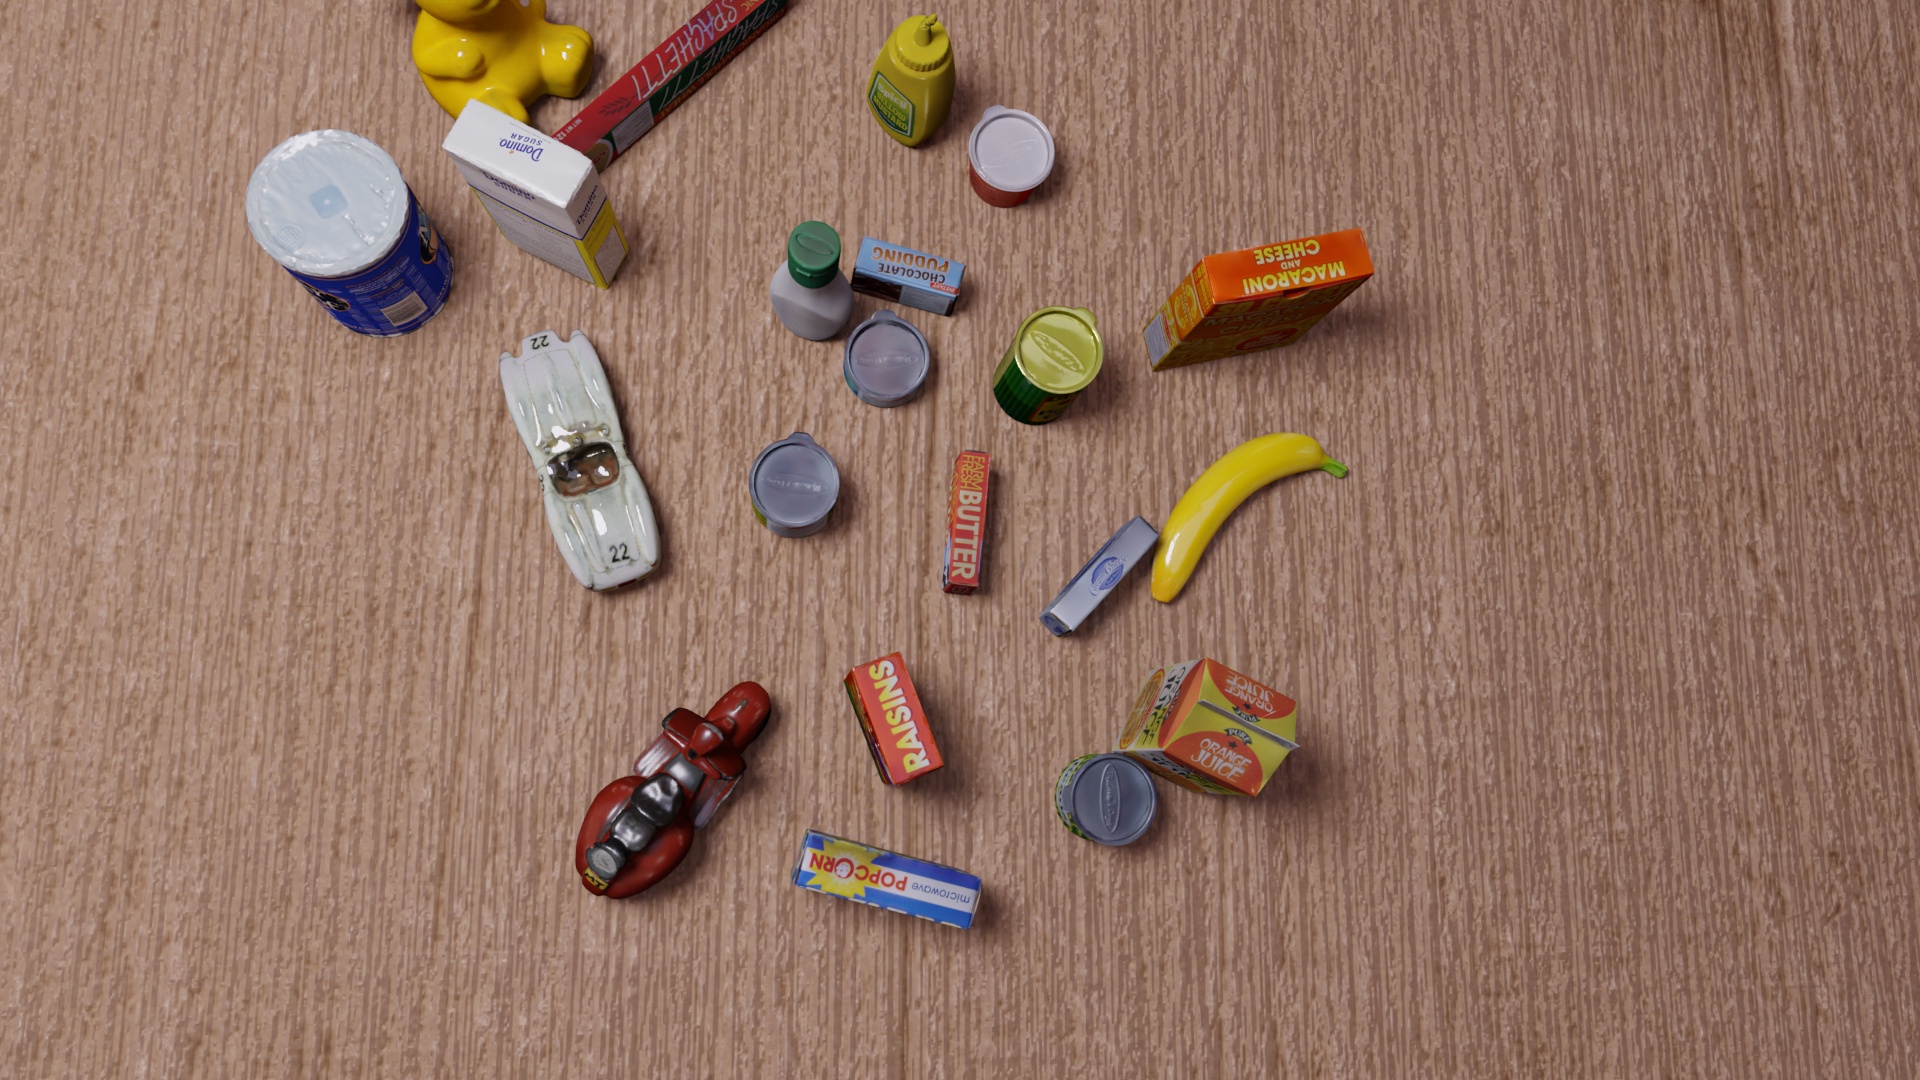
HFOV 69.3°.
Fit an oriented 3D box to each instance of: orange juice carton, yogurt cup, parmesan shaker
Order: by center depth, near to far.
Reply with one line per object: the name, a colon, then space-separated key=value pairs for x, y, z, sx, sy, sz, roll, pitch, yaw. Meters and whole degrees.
orange juice carton: x=0.174 y=0.132 z=0.979 sx=0.072 sy=0.192 sz=0.073 roll=27 pitch=79 yaw=-2
parmesan shaker: x=0.067 y=-0.132 z=1.056 sx=0.071 sy=0.103 sz=0.071 roll=1 pitch=81 yaw=-7
yogurt cup: x=0.037 y=-0.301 z=1.106 sx=0.072 sy=0.054 sz=0.072 roll=1 pitch=80 yaw=-7

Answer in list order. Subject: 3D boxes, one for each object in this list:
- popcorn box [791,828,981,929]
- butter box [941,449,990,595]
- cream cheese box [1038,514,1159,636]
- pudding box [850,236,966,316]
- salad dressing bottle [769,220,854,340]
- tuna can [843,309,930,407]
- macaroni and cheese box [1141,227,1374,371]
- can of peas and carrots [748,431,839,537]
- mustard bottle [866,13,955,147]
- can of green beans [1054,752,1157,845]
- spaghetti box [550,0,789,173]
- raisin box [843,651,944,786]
popcorn box: x=-0.054 y=0.239 z=0.985 sx=0.127 sy=0.085 sz=0.038 roll=16 pitch=79 yaw=-5
butter box: x=0.004 y=-0.013 z=1.052 sx=0.024 sy=0.053 sz=0.103 roll=7 pitch=80 yaw=-6
cream cheese box: x=0.105 y=0.028 z=1.059 sx=0.024 sy=0.053 sz=0.104 roll=43 pitch=78 yaw=1
pudding box: x=-0.042 y=-0.205 z=1.081 sx=0.084 sy=0.049 sz=0.030 roll=14 pitch=79 yaw=-5
salad dressing bottle: x=-0.108 y=-0.190 z=1.020 sx=0.064 sy=0.147 sz=0.044 roll=24 pitch=79 yaw=-3
tuna can: x=-0.058 y=-0.140 z=1.077 sx=0.071 sy=0.032 sz=0.071 roll=1 pitch=80 yaw=-7
macaroni and cheese box: x=0.220 y=-0.179 z=1.052 sx=0.124 sy=0.166 sz=0.040 roll=-12 pitch=83 yaw=-9
can of peas and carrots: x=-0.124 y=-0.040 z=1.037 sx=0.071 sy=0.058 sz=0.071 roll=1 pitch=80 yaw=-7
mustard bottle: x=-0.035 y=-0.356 z=1.052 sx=0.065 sy=0.160 sz=0.049 roll=43 pitch=78 yaw=1
can of green beans: x=0.106 y=0.191 z=1.029 sx=0.071 sy=0.057 sz=0.071 roll=1 pitch=80 yaw=-7
spaghetti box: x=-0.230 y=-0.359 z=1.083 sx=0.028 sy=0.050 sz=0.250 roll=44 pitch=78 yaw=1
raisin box: x=-0.050 y=0.128 z=0.985 sx=0.040 sy=0.123 sz=0.086 roll=-20 pitch=84 yaw=-10
